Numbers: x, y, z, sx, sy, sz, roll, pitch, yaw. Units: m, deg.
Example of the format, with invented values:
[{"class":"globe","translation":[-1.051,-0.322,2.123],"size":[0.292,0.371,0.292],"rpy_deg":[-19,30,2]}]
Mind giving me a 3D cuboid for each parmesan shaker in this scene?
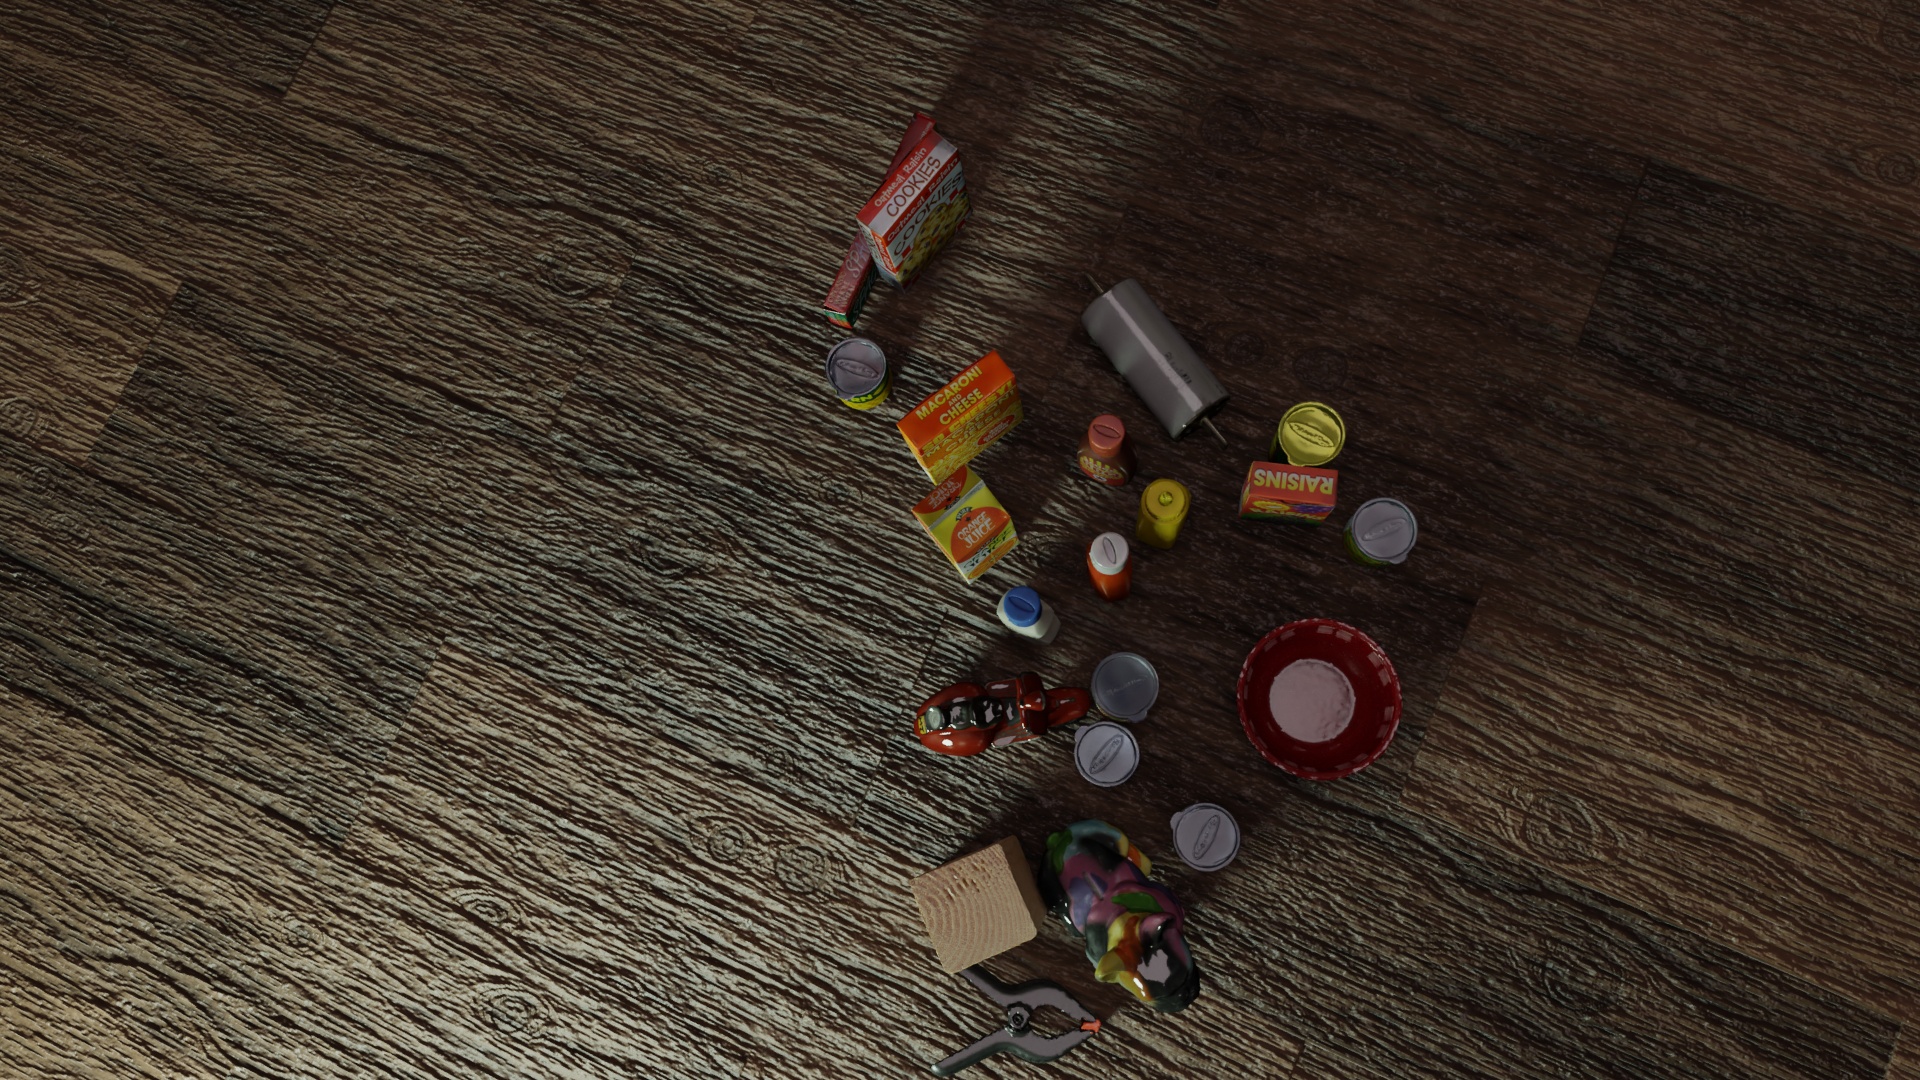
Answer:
[{"class":"parmesan shaker","translation":[0.353,-0.095,1.429],"size":[0.071,0.103,0.071],"rpy_deg":[-1,80,6]}]

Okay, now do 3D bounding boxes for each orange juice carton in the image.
[{"class":"orange juice carton","translation":[0.005,-0.018,1.403],"size":[0.072,0.192,0.073],"rpy_deg":[-40,78,-2]}]

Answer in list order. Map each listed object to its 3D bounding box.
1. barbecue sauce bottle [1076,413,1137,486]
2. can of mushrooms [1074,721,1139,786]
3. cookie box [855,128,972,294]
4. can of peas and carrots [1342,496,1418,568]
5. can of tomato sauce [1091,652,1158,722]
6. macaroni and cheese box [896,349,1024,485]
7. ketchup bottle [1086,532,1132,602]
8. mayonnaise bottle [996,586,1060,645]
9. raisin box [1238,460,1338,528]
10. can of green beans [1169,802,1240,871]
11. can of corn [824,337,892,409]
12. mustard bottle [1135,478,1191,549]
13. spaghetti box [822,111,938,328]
[{"class":"barbecue sauce bottle","translation":[0.151,-0.095,1.426],"size":[0.065,0.148,0.044],"rpy_deg":[23,83,9]},{"class":"can of mushrooms","translation":[0.148,0.218,1.425],"size":[0.071,0.033,0.071],"rpy_deg":[-1,79,6]},{"class":"cookie box","translation":[-0.047,-0.349,1.485],"size":[0.040,0.167,0.123],"rpy_deg":[38,85,11]},{"class":"can of peas and carrots","translation":[0.431,-0.005,1.426],"size":[0.071,0.058,0.071],"rpy_deg":[-1,79,6]},{"class":"can of tomato sauce","translation":[0.168,0.152,1.410],"size":[0.071,0.083,0.071],"rpy_deg":[-1,80,6]},{"class":"macaroni and cheese box","translation":[0.002,-0.125,1.437],"size":[0.124,0.166,0.040],"rpy_deg":[-38,78,-2]},{"class":"ketchup bottle","translation":[0.150,0.023,1.403],"size":[0.043,0.148,0.065],"rpy_deg":[-19,78,2]},{"class":"mayonnaise bottle","translation":[0.067,0.074,1.402],"size":[0.065,0.148,0.041],"rpy_deg":[28,84,10]},{"class":"raisin box","translation":[0.331,-0.045,1.411],"size":[0.086,0.123,0.040],"rpy_deg":[8,81,7]},{"class":"can of green beans","translation":[0.244,0.295,1.388],"size":[0.071,0.057,0.071],"rpy_deg":[-1,79,6]},{"class":"can of corn","translation":[-0.111,-0.179,1.514],"size":[0.071,0.058,0.071],"rpy_deg":[-1,79,6]},{"class":"mustard bottle","translation":[0.205,-0.033,1.402],"size":[0.049,0.160,0.065],"rpy_deg":[20,82,9]},{"class":"spaghetti box","translation":[-0.087,-0.356,1.550],"size":[0.029,0.050,0.250],"rpy_deg":[23,82,9]}]
